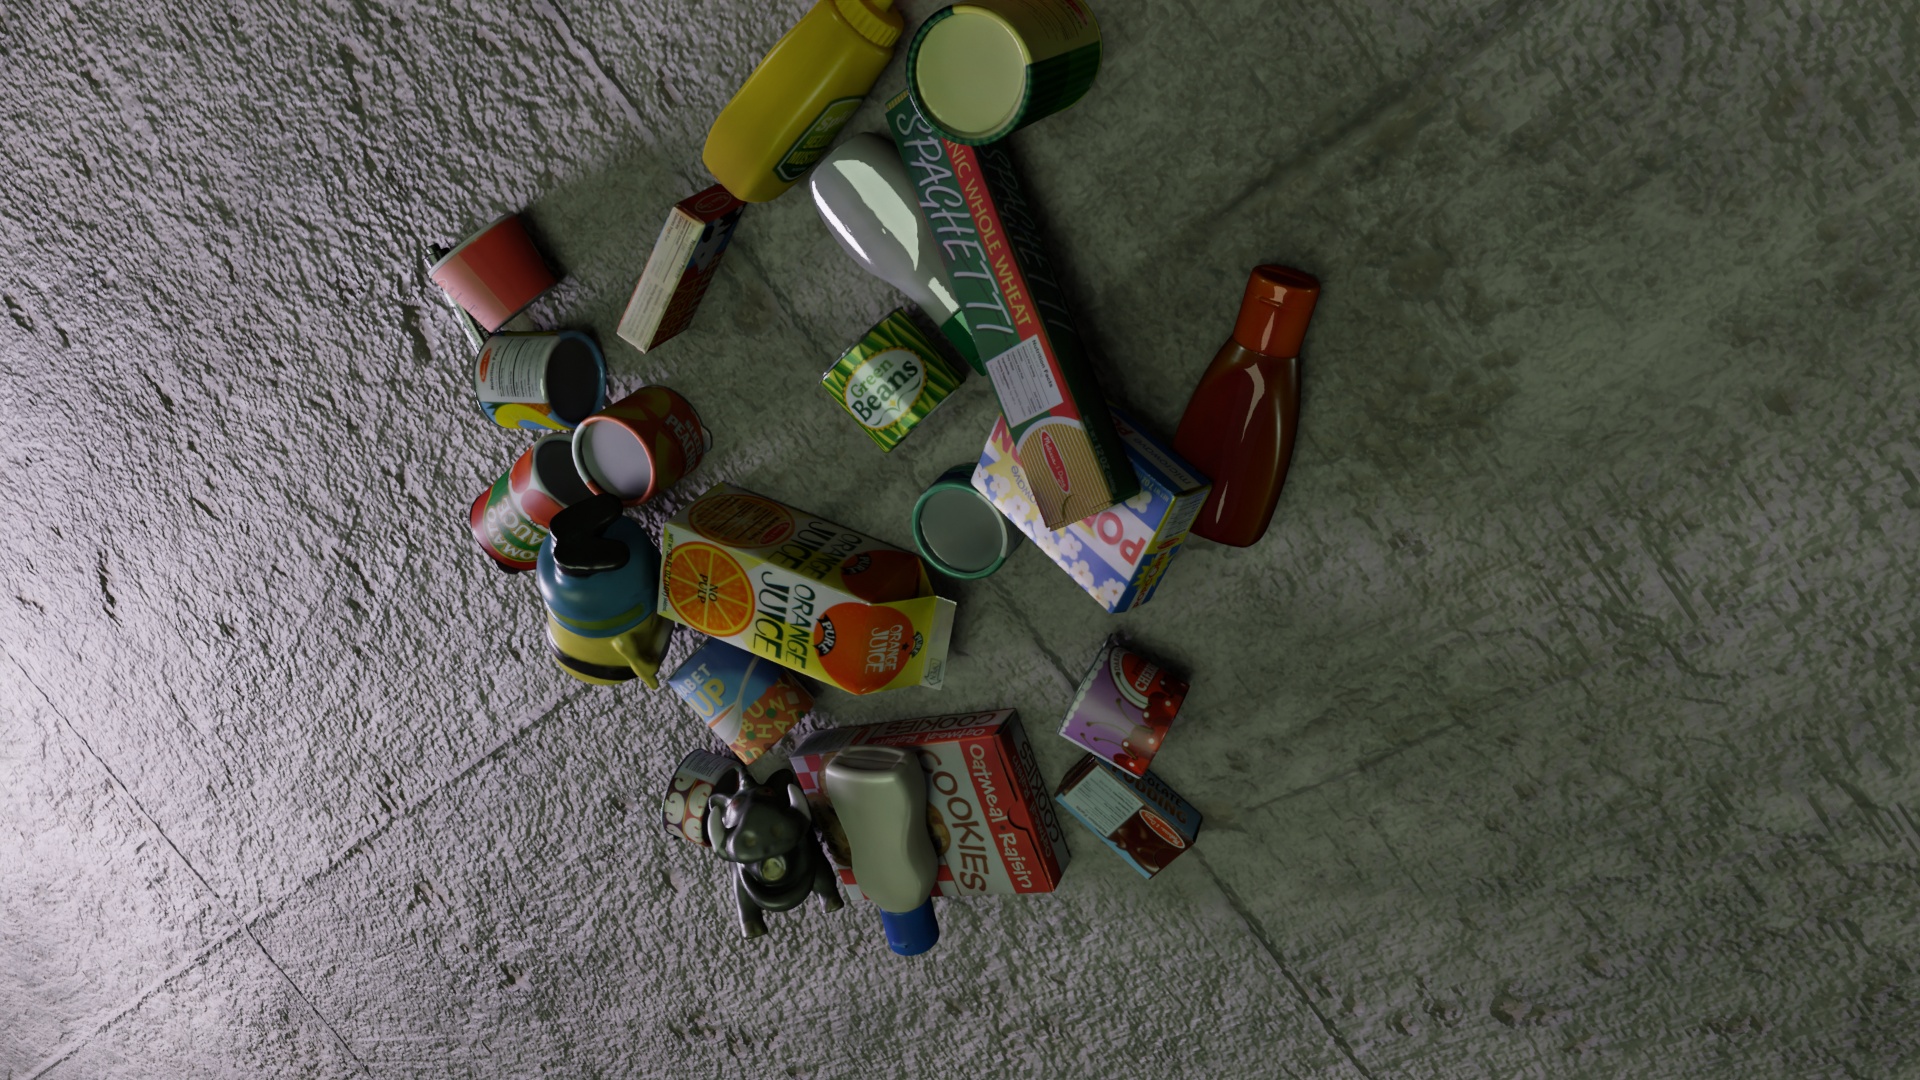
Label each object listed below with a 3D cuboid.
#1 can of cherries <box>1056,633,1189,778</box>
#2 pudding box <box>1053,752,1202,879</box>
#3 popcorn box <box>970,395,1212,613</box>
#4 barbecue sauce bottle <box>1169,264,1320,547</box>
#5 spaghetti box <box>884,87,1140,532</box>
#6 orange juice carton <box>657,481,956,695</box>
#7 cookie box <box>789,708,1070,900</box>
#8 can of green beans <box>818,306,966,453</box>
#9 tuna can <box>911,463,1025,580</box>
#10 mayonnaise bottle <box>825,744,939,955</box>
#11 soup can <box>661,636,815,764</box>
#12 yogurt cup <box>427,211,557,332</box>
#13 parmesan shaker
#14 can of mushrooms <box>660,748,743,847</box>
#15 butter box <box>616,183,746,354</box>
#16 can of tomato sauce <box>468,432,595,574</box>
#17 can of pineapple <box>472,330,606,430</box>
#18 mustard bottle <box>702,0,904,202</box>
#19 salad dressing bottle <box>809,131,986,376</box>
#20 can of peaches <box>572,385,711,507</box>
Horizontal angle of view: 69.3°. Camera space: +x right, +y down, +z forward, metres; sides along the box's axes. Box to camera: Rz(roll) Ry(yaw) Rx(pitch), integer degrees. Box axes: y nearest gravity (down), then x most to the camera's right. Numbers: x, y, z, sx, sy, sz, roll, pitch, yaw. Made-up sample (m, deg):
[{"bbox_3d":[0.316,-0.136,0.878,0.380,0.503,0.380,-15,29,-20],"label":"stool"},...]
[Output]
[{"bbox_3d":[0.100,0.100,0.841,0.058,0.072,0.071,29,123,10],"label":"can of cherries"},{"bbox_3d":[0.108,0.173,0.895,0.084,0.030,0.049,40,123,2],"label":"pudding box"},{"bbox_3d":[0.070,-0.032,0.779,0.127,0.038,0.084,44,129,29],"label":"popcorn box"},{"bbox_3d":[0.153,-0.072,0.744,0.065,0.044,0.147,25,122,21],"label":"barbecue sauce bottle"},{"bbox_3d":[0.026,-0.130,0.740,0.050,0.029,0.250,-24,86,44],"label":"spaghetti box"},{"bbox_3d":[-0.094,0.035,0.896,0.193,0.073,0.071,20,121,15],"label":"orange juice carton"},{"bbox_3d":[-0.022,0.185,0.956,0.167,0.040,0.122,-10,109,29],"label":"cookie box"},{"bbox_3d":[-0.039,-0.093,0.811,0.058,0.071,0.071,47,124,-3],"label":"can of green beans"},{"bbox_3d":[0.003,-0.011,0.852,0.071,0.033,0.070,10,118,20],"label":"tuna can"},{"bbox_3d":[-0.045,0.208,0.929,0.065,0.041,0.147,1,115,28],"label":"mayonnaise bottle"},{"bbox_3d":[-0.153,0.105,0.960,0.084,0.072,0.071,47,124,-3],"label":"soup can"},{"bbox_3d":[-0.299,-0.172,0.898,0.072,0.073,0.054,-27,109,33],"label":"yogurt cup"},{"bbox_3d":[0.020,-0.238,0.688,0.071,0.103,0.071,11,119,21],"label":"parmesan shaker"},{"bbox_3d":[-0.189,0.192,1.022,0.033,0.071,0.070,16,120,16],"label":"can of mushrooms"},{"bbox_3d":[-0.170,-0.165,0.846,0.024,0.053,0.103,36,125,2],"label":"butter box"},{"bbox_3d":[-0.290,-0.025,0.961,0.082,0.071,0.071,-35,97,34],"label":"can of tomato sauce"},{"bbox_3d":[-0.276,-0.106,0.919,0.058,0.071,0.070,3,116,24],"label":"can of pineapple"},{"bbox_3d":[-0.075,-0.253,0.752,0.049,0.065,0.159,49,121,2],"label":"mustard bottle"},{"bbox_3d":[-0.022,-0.160,0.784,0.147,0.044,0.064,50,130,-6],"label":"salad dressing bottle"},{"bbox_3d":[-0.209,-0.061,0.912,0.071,0.058,0.071,11,118,21],"label":"can of peaches"}]
